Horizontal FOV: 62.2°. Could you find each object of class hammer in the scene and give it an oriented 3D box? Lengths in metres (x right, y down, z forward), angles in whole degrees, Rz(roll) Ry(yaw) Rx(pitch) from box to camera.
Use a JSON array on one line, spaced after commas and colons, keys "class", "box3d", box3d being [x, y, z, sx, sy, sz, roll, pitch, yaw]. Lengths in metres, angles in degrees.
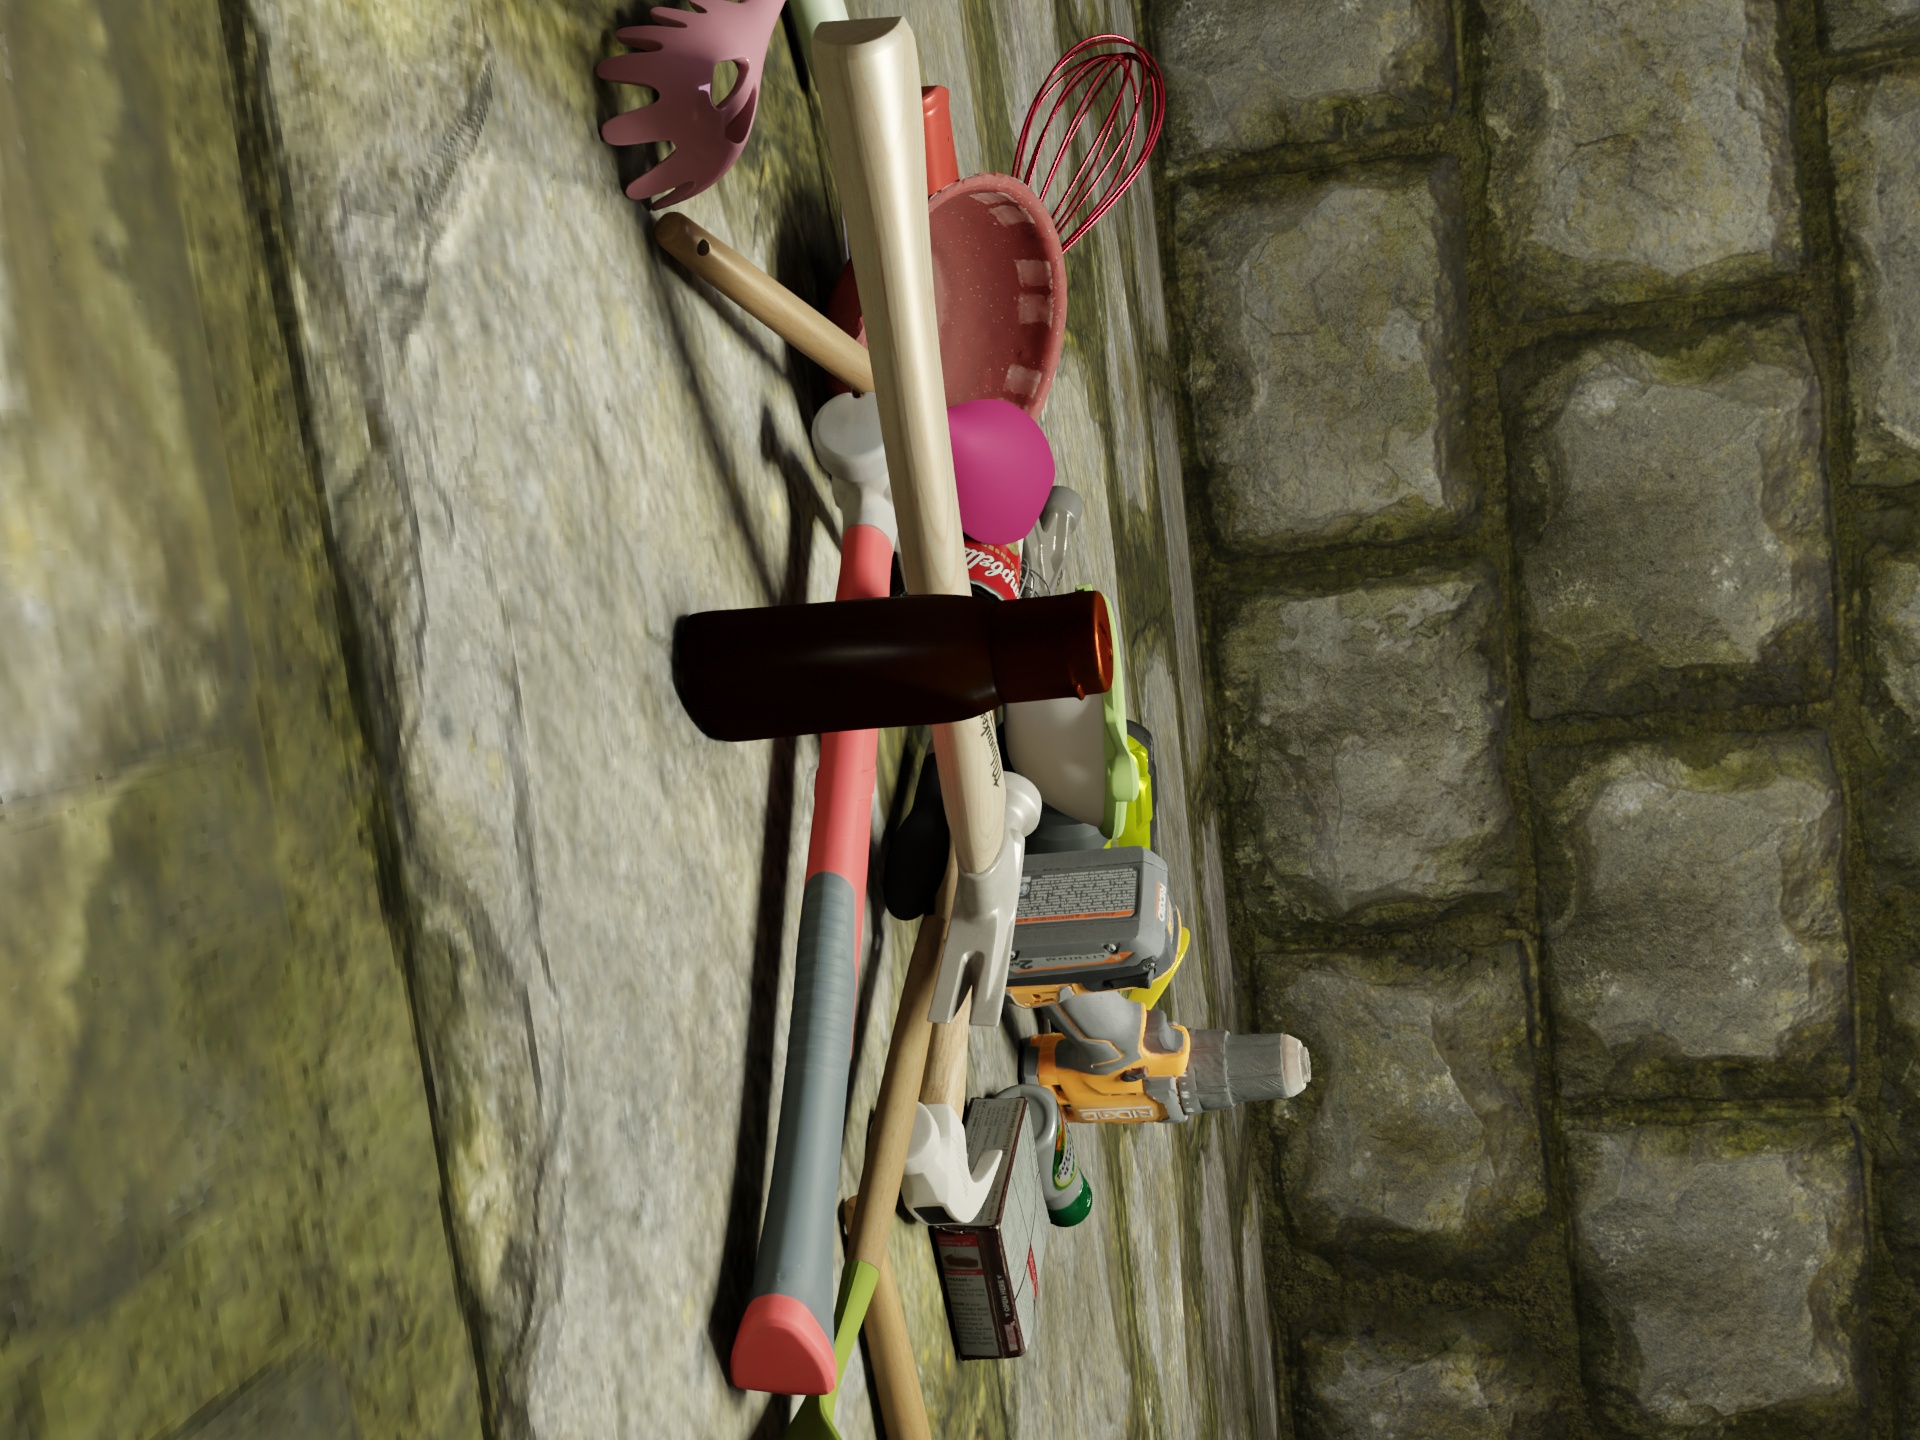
[{"class": "hammer", "box3d": [-0.011, -0.057, 0.629, 0.146, 0.038, 0.410, -77, 163, -48]}, {"class": "hammer", "box3d": [-0.001, 0.108, 0.860, 0.129, 0.031, 0.332, 69, 21, -49]}, {"class": "hammer", "box3d": [0.010, -0.201, 0.942, 0.358, 0.037, 0.149, 70, 33, -47]}, {"class": "hammer", "box3d": [-0.048, 0.065, 0.646, 0.143, 0.038, 0.387, 77, 15, -64]}]

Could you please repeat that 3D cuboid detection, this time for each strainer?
[{"class": "strainer", "box3d": [0.060, 0.009, 0.920, 0.256, 0.069, 0.151, -87, 174, -79]}]

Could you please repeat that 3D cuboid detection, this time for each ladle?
[{"class": "ladle", "box3d": [-0.023, 0.202, 0.648, 0.320, 0.062, 0.078, -78, 170, -49]}]

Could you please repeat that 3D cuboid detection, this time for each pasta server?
[{"class": "pasta server", "box3d": [-0.079, -0.308, 0.645, 0.060, 0.040, 0.316, 71, 22, -45]}]

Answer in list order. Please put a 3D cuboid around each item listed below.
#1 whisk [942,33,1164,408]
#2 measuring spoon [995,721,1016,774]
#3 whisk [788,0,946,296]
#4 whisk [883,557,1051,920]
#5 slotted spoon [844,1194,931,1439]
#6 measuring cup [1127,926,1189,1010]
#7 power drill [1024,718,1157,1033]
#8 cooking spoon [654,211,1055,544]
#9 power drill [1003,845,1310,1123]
[{"class": "whisk", "box3d": [0.029, -0.241, 0.856, 0.296, 0.073, 0.073, -64, 160, -7]}, {"class": "measuring spoon", "box3d": [0.019, 0.045, 1.014, 0.129, 0.021, 0.042, -66, 149, -47]}, {"class": "whisk", "box3d": [-0.056, -0.303, 0.777, 0.059, 0.058, 0.246, 45, -22, 52]}, {"class": "whisk", "box3d": [-0.001, -0.004, 0.862, 0.285, 0.070, 0.070, -74, 156, -46]}, {"class": "slotted spoon", "box3d": [-0.015, 0.354, 0.714, 0.070, 0.031, 0.313, -33, 116, -58]}, {"class": "measuring cup", "box3d": [0.122, 0.212, 1.163, 0.156, 0.062, 0.029, -55, 147, -16]}, {"class": "power drill", "box3d": [0.094, 0.113, 1.164, 0.229, 0.080, 0.190, -63, 150, -62]}, {"class": "cooking spoon", "box3d": [-0.030, -0.145, 0.707, 0.318, 0.017, 0.069, 23, 92, -59]}, {"class": "power drill", "box3d": [0.111, 0.176, 0.985, 0.084, 0.185, 0.226, -80, 157, -43]}]
